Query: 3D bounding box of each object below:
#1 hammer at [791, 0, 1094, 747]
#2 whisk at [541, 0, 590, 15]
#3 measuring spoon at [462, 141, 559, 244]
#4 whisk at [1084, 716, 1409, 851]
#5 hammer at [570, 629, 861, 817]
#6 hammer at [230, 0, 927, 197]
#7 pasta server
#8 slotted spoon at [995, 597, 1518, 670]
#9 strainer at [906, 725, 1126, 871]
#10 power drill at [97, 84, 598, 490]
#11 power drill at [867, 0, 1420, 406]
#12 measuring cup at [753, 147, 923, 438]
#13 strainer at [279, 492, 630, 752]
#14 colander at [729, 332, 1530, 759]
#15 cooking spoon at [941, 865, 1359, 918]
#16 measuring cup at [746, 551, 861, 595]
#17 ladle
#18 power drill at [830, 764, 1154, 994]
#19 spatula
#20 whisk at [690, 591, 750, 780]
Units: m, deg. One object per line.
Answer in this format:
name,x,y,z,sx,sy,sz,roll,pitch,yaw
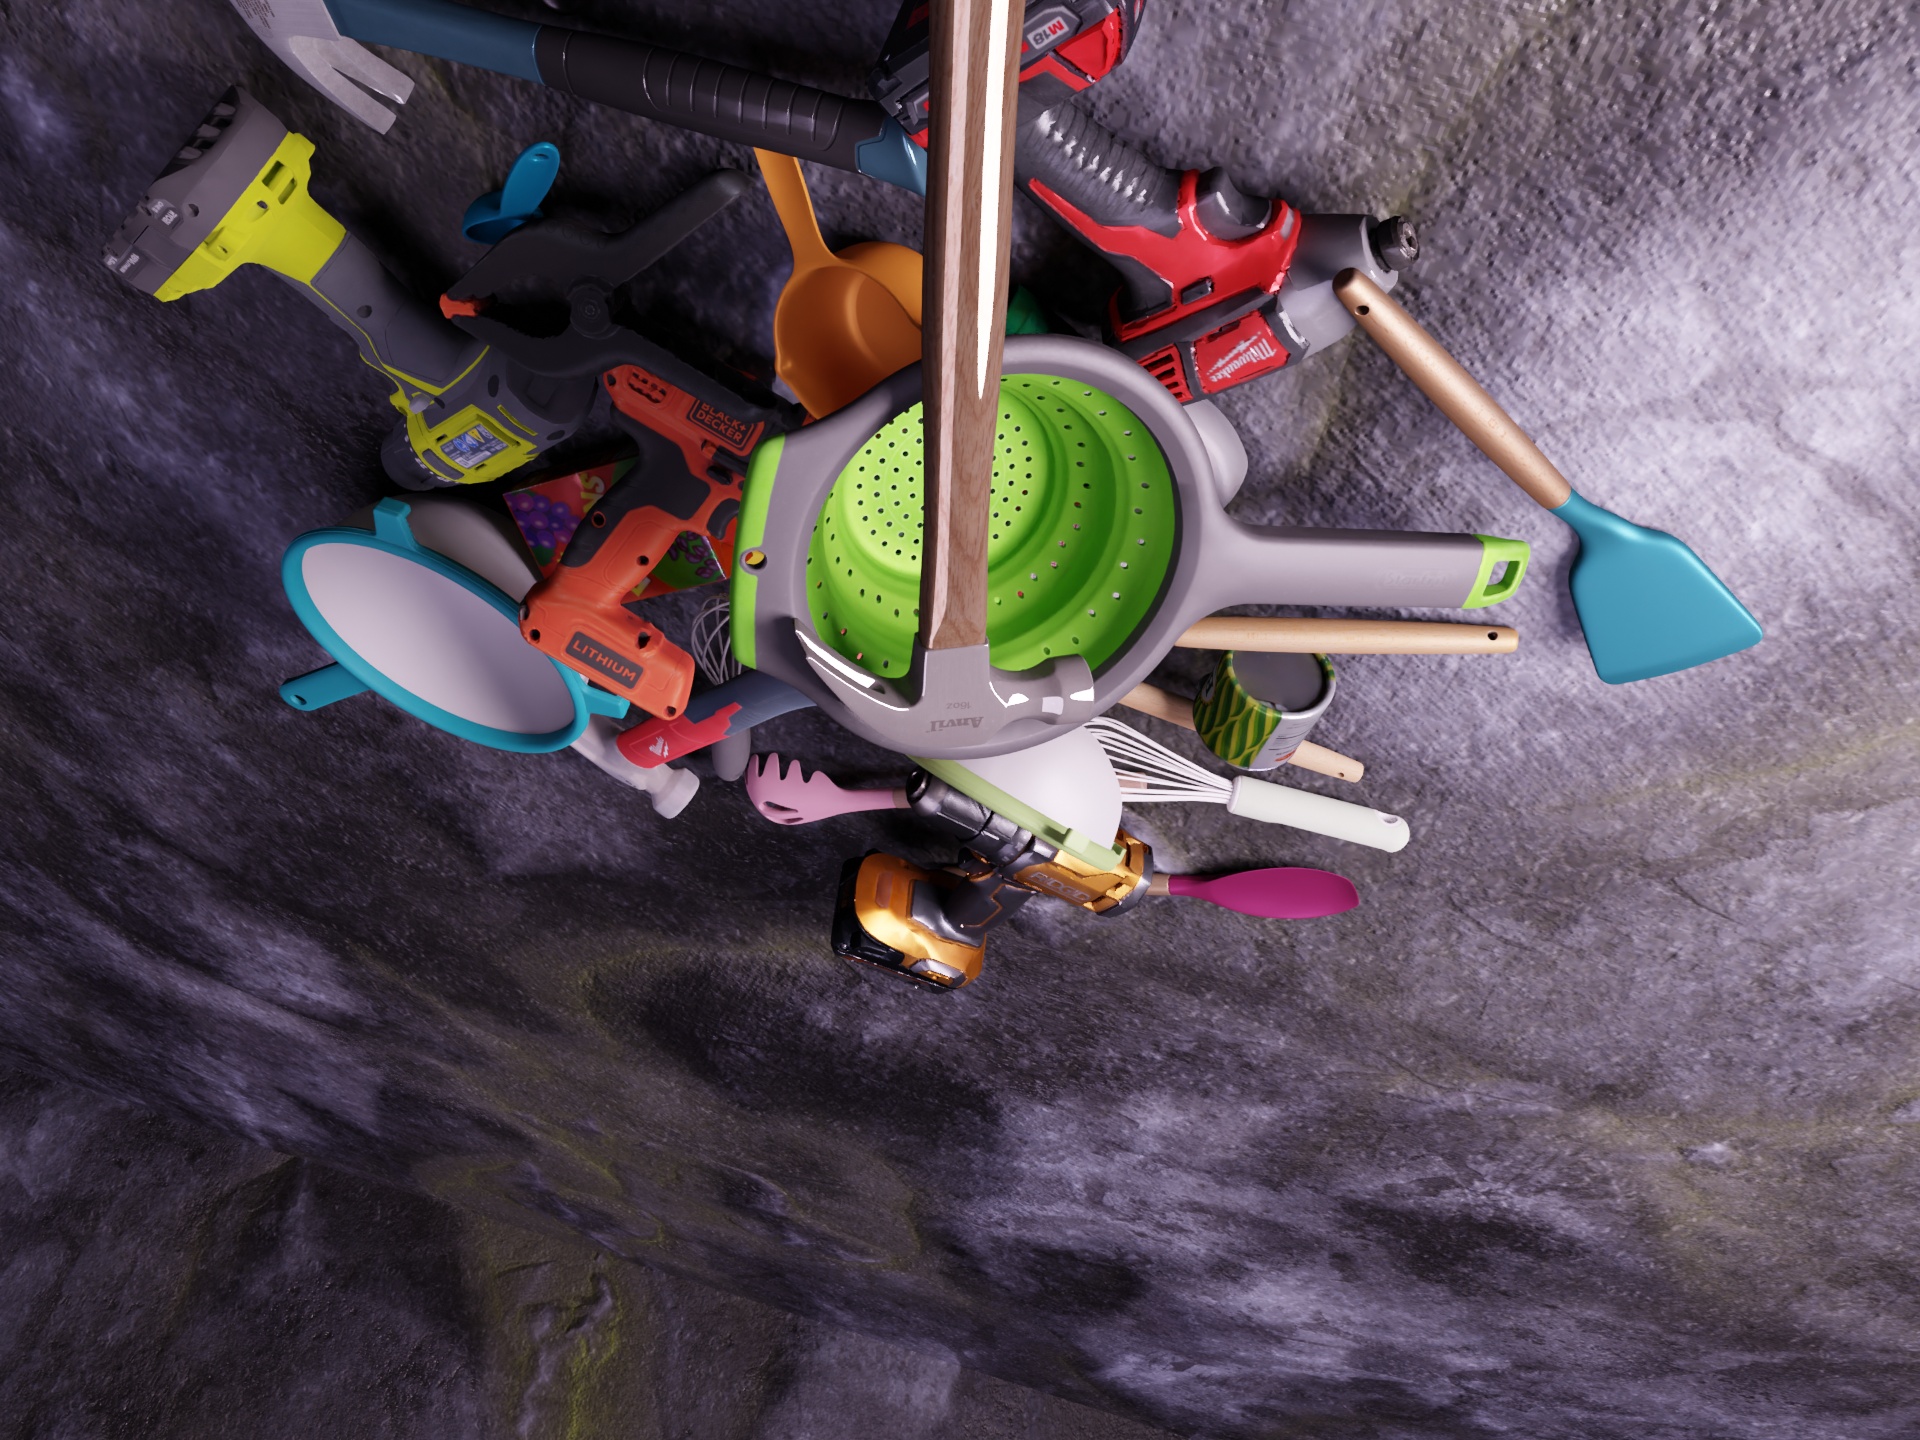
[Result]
hammer,-0.002,-0.131,0.614,0.130,0.031,0.331,-8,124,-15
whisk,-0.137,-0.370,0.565,0.073,0.073,0.295,22,153,-6
measuring spoon,-0.210,-0.256,0.756,0.042,0.021,0.128,-7,179,-25
whisk,0.167,0.046,1.018,0.246,0.058,0.059,14,116,-1
hammer,-0.171,-0.012,1.014,0.143,0.038,0.386,40,154,-18
hammer,-0.165,-0.283,0.684,0.331,0.033,0.128,17,159,7
pasta server,-0.019,0.047,1.128,0.316,0.040,0.060,-5,140,25
slotted spoon,0.143,-0.046,0.873,0.314,0.070,0.031,1,166,7
strainer,-0.002,-0.003,0.956,0.256,0.069,0.151,32,-178,16
power drill,-0.331,-0.211,0.862,0.228,0.080,0.190,39,149,-31
power drill,0.081,-0.225,0.648,0.143,0.079,0.219,-14,138,41
measuring cup,-0.054,-0.221,0.749,0.095,0.052,0.173,-4,116,38
strainer,-0.362,-0.069,1.071,0.340,0.095,0.210,-11,134,45
colander,0.082,-0.091,0.750,0.397,0.095,0.204,0,123,-20
cooking spoon,0.129,0.119,1.163,0.319,0.017,0.068,-1,143,26
measuring cup,-0.138,-0.091,0.980,0.156,0.029,0.062,17,146,7
ladle,0.101,-0.027,0.959,0.320,0.062,0.078,19,144,-13
power drill,-0.004,0.107,1.114,0.185,0.084,0.226,27,141,-28
spatula,0.262,-0.107,0.724,0.082,0.044,0.317,-20,143,41
whisk,-0.157,-0.015,1.086,0.055,0.055,0.238,18,150,1
